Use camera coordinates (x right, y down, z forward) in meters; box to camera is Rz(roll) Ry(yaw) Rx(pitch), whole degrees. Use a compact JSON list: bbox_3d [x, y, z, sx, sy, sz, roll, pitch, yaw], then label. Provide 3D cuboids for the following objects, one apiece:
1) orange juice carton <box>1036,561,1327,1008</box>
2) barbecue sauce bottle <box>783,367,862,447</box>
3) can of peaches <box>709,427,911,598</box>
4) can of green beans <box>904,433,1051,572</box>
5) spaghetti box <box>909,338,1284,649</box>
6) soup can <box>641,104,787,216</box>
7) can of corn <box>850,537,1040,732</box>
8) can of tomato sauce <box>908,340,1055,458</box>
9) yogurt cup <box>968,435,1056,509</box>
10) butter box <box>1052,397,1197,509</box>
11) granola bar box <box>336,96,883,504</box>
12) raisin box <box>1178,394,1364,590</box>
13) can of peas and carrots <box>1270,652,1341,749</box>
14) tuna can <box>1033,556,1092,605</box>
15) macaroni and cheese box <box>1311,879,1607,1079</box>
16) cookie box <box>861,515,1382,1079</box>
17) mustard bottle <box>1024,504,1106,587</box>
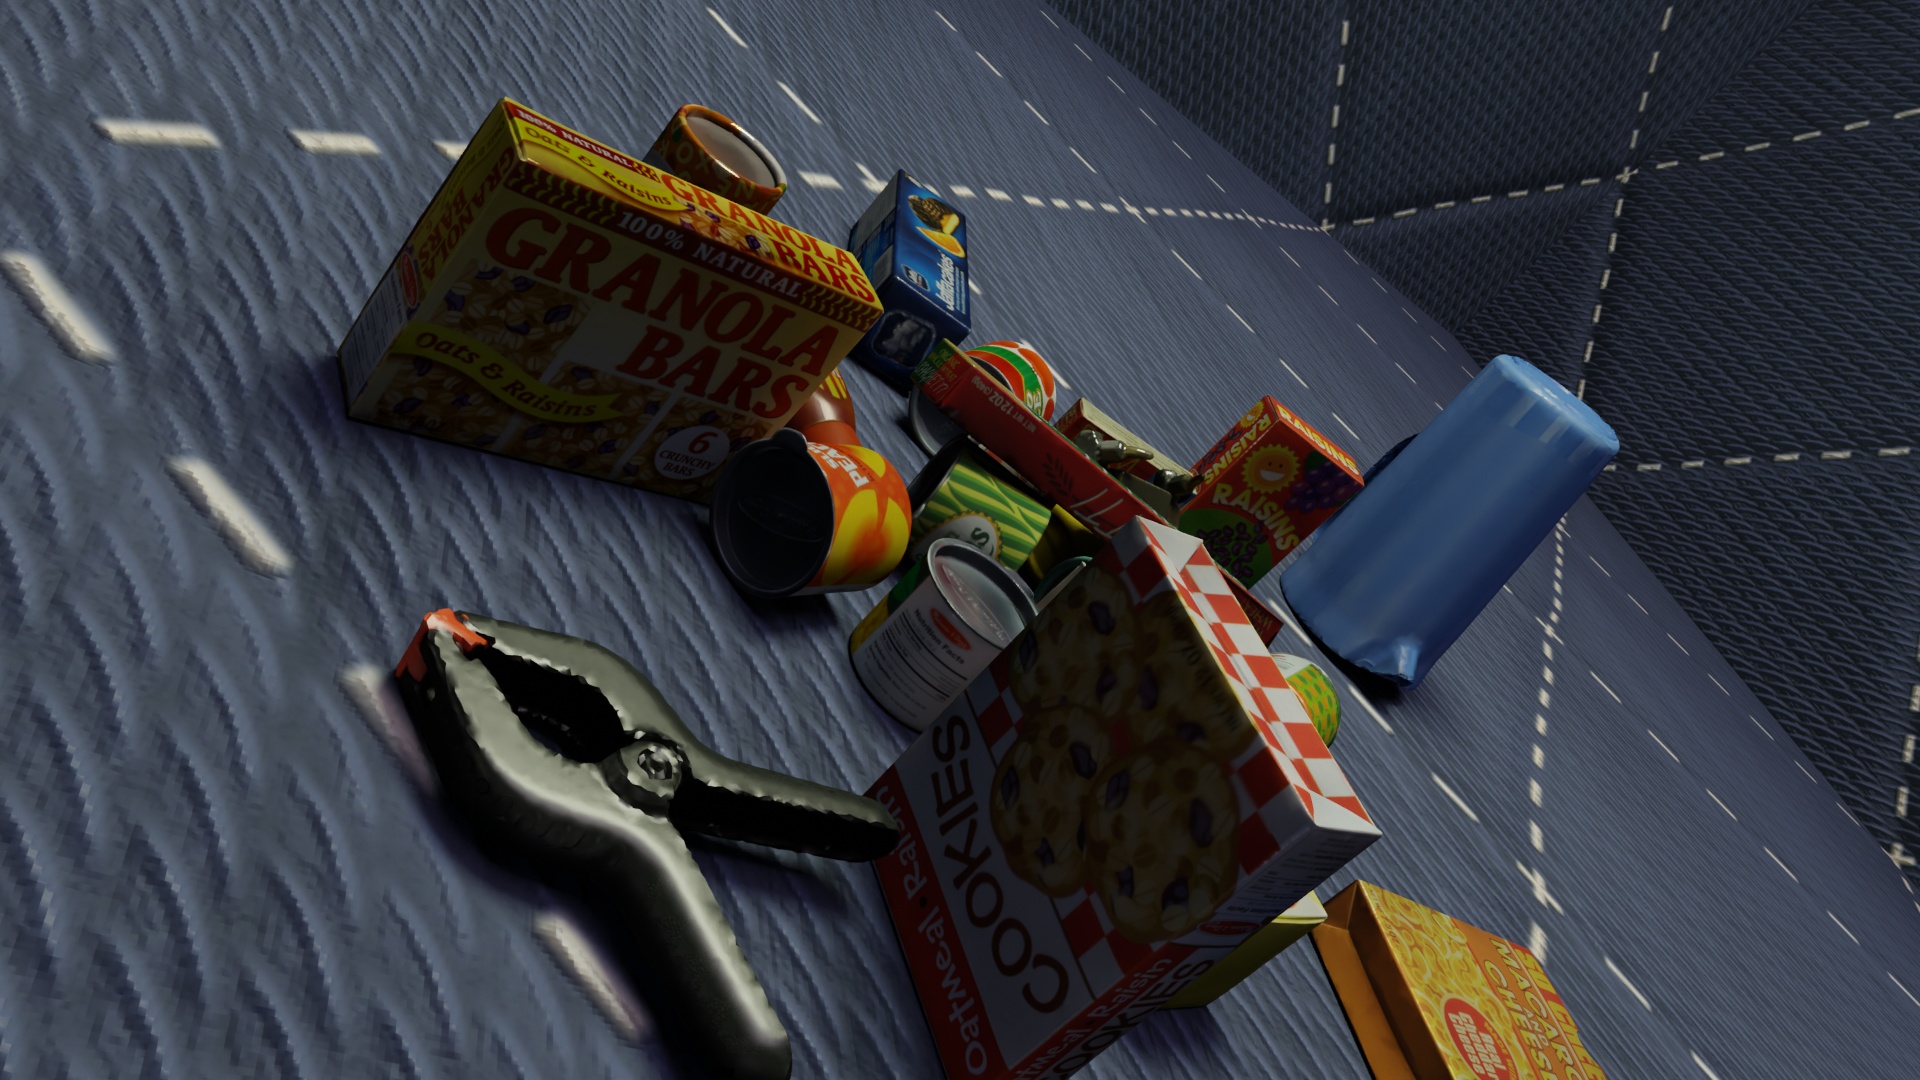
[{"bbox_3d":[0.071,0.101,0.613,0.073,0.071,0.193,18,35,-44],"label":"orange juice carton"},{"bbox_3d":[-0.082,-0.072,0.690,0.065,0.043,0.149,18,35,-47],"label":"barbecue sauce bottle"},{"bbox_3d":[-0.062,-0.012,0.592,0.071,0.071,0.058,54,25,20],"label":"can of peaches"},{"bbox_3d":[0.003,-0.010,0.694,0.058,0.071,0.071,39,25,-12],"label":"can of green beans"},{"bbox_3d":[0.077,-0.016,0.722,0.249,0.028,0.050,37,9,-28],"label":"spaghetti box"},{"bbox_3d":[-0.140,-0.169,0.708,0.071,0.083,0.072,34,27,-20],"label":"soup can"},{"bbox_3d":[-0.004,0.042,0.609,0.071,0.058,0.071,34,26,-19],"label":"can of corn"},{"bbox_3d":[0.016,-0.081,0.825,0.071,0.071,0.083,46,24,4],"label":"can of tomato sauce"},{"bbox_3d":[0.020,-0.031,0.756,0.054,0.072,0.073,48,23,-10],"label":"yogurt cup"},{"bbox_3d":[0.100,-0.046,0.913,0.103,0.053,0.024,32,30,-23],"label":"butter box"},{"bbox_3d":[-0.131,-0.082,0.536,0.165,0.123,0.039,15,38,-47],"label":"granola bar box"},{"bbox_3d":[0.199,-0.028,0.950,0.086,0.123,0.040,34,26,-21],"label":"raisin box"},{"bbox_3d":[0.173,0.102,0.776,0.071,0.070,0.059,51,26,16],"label":"can of peas and carrots"},{"bbox_3d":[0.064,0.043,0.705,0.033,0.071,0.071,22,32,-37],"label":"tuna can"},{"bbox_3d":[0.261,0.251,0.701,0.166,0.040,0.124,26,31,-33],"label":"macaroni and cheese box"},{"bbox_3d":[0.041,0.094,0.467,0.040,0.166,0.123,17,36,-40],"label":"cookie box"},{"bbox_3d":[0.101,0.017,0.819,0.160,0.048,0.065,13,45,-49],"label":"mustard bottle"}]
